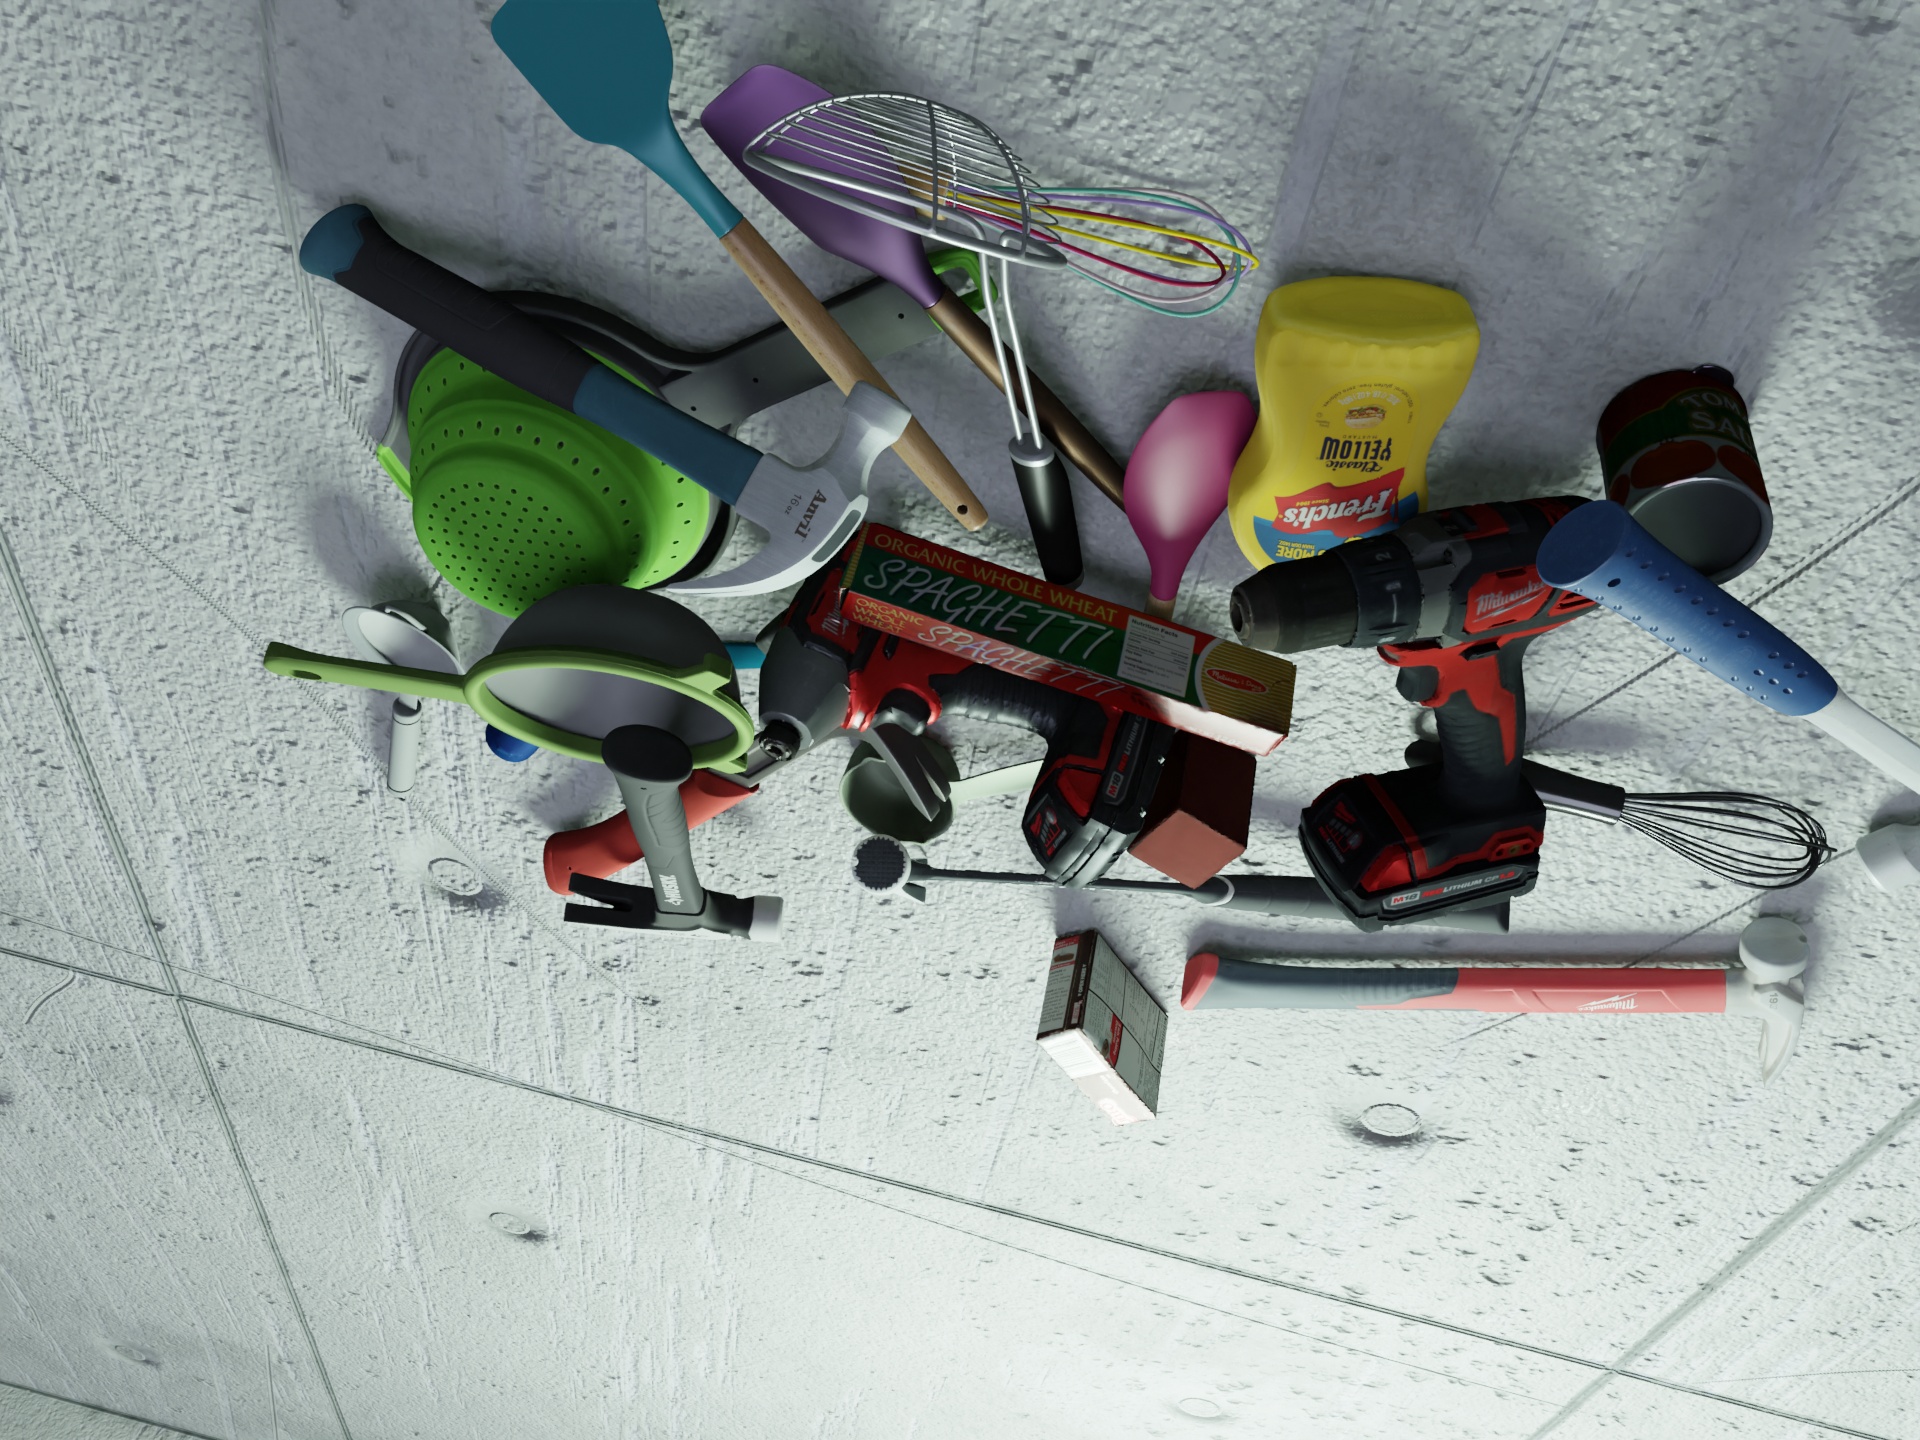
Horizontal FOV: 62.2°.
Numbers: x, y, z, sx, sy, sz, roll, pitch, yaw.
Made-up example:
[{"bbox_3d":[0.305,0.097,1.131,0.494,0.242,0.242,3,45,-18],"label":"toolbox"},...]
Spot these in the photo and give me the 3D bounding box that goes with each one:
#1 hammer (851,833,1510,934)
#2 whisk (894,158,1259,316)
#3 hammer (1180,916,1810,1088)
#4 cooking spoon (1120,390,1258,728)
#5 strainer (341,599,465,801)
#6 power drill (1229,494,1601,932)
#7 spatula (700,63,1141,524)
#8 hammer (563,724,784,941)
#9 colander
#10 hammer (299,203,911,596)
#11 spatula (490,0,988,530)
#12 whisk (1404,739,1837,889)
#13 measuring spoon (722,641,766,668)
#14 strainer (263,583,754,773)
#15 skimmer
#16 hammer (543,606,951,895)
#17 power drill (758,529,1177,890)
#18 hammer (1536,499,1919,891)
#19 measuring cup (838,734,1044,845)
[{"bbox_3d":[0.141,0.108,1.007,0.409,0.036,0.149,3,171,4],"label":"hammer"},{"bbox_3d":[0.016,-0.233,0.727,0.245,0.047,0.051,15,125,7],"label":"whisk"},{"bbox_3d":[0.341,0.188,1.056,0.386,0.038,0.143,-3,135,19],"label":"hammer"},{"bbox_3d":[0.109,-0.053,0.885,0.068,0.017,0.318,-7,140,-11],"label":"cooking spoon"},{"bbox_3d":[-0.368,-0.014,1.057,0.087,0.050,0.258,27,141,-3],"label":"strainer"},{"bbox_3d":[0.223,-0.002,0.803,0.188,0.080,0.226,-11,128,-10],"label":"power drill"},{"bbox_3d":[0.006,-0.186,0.755,0.060,0.018,0.315,-26,132,30],"label":"spatula"},{"bbox_3d":[-0.183,0.076,0.959,0.146,0.035,0.334,5,158,-3],"label":"hammer"},{"bbox_3d":[-0.161,-0.141,0.827,0.397,0.095,0.204,-16,128,29],"label":"colander"},{"bbox_3d":[-0.189,-0.168,0.770,0.331,0.033,0.128,31,96,16],"label":"hammer"},{"bbox_3d":[-0.086,-0.212,0.738,0.082,0.044,0.317,-32,115,21],"label":"spatula"},{"bbox_3d":[0.372,0.047,0.904,0.239,0.055,0.055,15,137,8],"label":"whisk"},{"bbox_3d":[-0.121,-0.033,0.977,0.128,0.021,0.042,1,134,15],"label":"measuring spoon"},{"bbox_3d":[-0.231,-0.037,0.837,0.256,0.069,0.151,8,159,0],"label":"strainer"},{"bbox_3d":[0.006,-0.137,0.715,0.127,0.090,0.363,28,162,23],"label":"skimmer"},{"bbox_3d":[-0.166,0.056,1.042,0.359,0.037,0.149,-29,106,42],"label":"hammer"},{"bbox_3d":[-0.001,-0.003,0.872,0.219,0.143,0.078,26,146,-3],"label":"power drill"},{"bbox_3d":[0.415,-0.011,0.757,0.405,0.035,0.144,23,137,-33],"label":"hammer"},{"bbox_3d":[0.003,0.031,0.997,0.167,0.038,0.083,-12,130,24],"label":"measuring cup"}]
